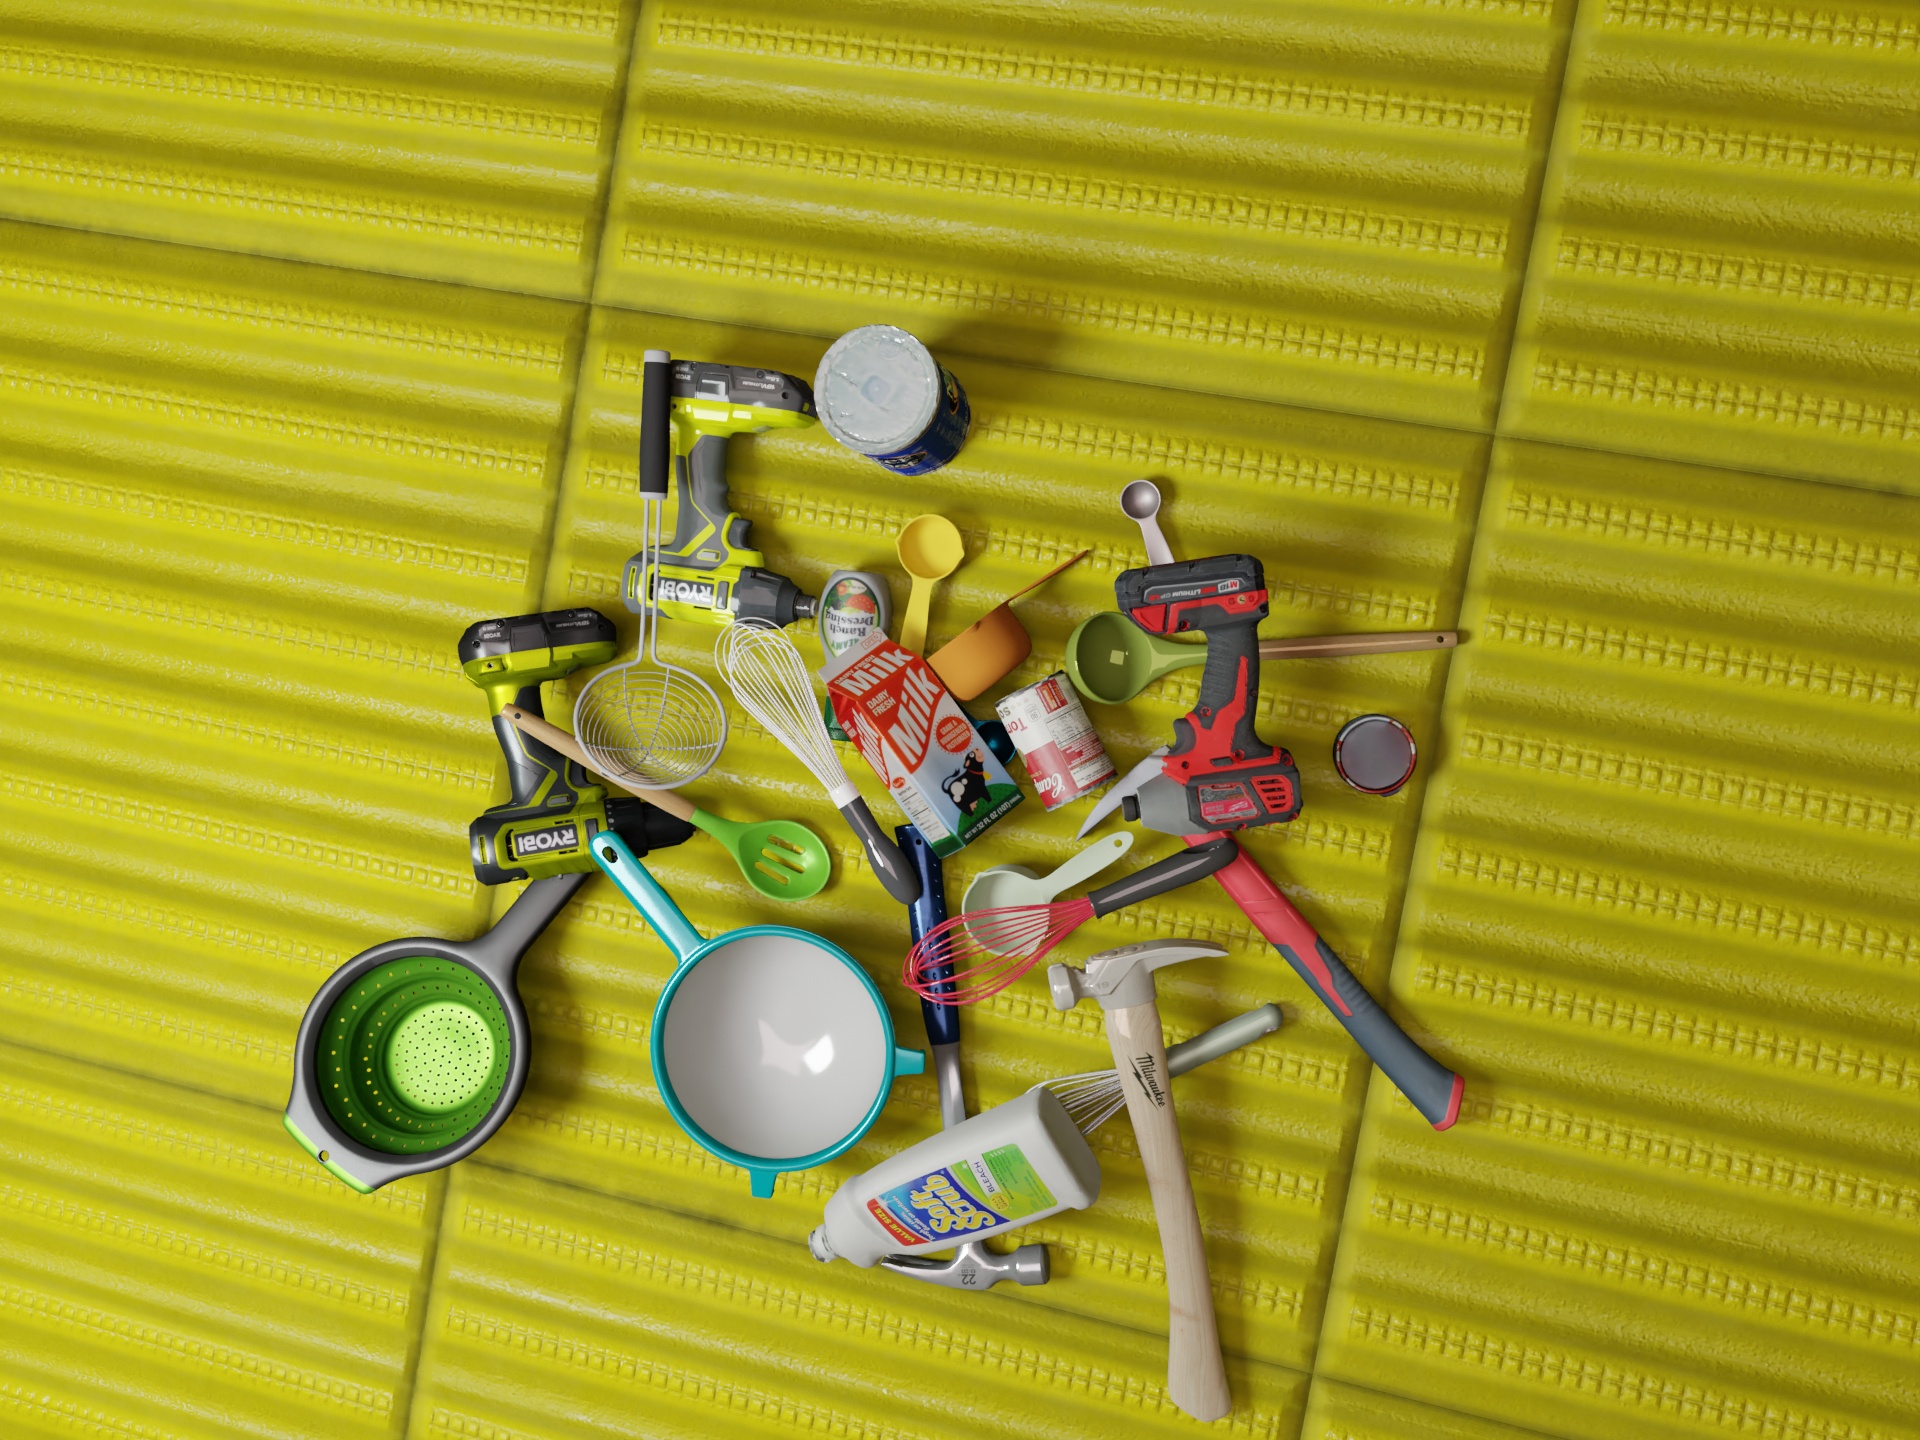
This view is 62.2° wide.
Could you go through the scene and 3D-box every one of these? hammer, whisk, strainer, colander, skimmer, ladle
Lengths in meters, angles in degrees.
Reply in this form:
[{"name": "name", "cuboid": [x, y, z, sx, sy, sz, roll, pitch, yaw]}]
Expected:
[{"name": "hammer", "cuboid": [0.266, 0.191, 1.323, 0.143, 0.038, 0.386, -41, 84, 10]}, {"name": "whisk", "cuboid": [-0.115, 0.035, 1.351, 0.070, 0.070, 0.284, -33, 90, 10]}, {"name": "strainer", "cuboid": [-0.195, 0.225, 1.377, 0.211, 0.095, 0.340, -41, 87, 7]}, {"name": "hammer", "cuboid": [-0.018, 0.291, 1.380, 0.144, 0.035, 0.405, -7, 90, 11]}, {"name": "hammer", "cuboid": [0.182, 0.383, 1.315, 0.146, 0.038, 0.410, -12, 98, -2]}, {"name": "colander", "cuboid": [-0.429, 0.238, 1.442, 0.204, 0.094, 0.397, 37, 79, 8]}, {"name": "whisk", "cuboid": [0.159, 0.296, 1.343, 0.246, 0.057, 0.059, -26, 66, 6]}, {"name": "skimmer", "cuboid": [-0.254, -0.127, 1.325, 0.127, 0.090, 0.363, 1, 95, -17]}, {"name": "whisk", "cuboid": [0.090, 0.160, 1.300, 0.296, 0.073, 0.073, -23, 87, 1]}, {"name": "ladle", "cuboid": [0.247, -0.058, 1.314, 0.320, 0.062, 0.078, -3, 89, 8]}]

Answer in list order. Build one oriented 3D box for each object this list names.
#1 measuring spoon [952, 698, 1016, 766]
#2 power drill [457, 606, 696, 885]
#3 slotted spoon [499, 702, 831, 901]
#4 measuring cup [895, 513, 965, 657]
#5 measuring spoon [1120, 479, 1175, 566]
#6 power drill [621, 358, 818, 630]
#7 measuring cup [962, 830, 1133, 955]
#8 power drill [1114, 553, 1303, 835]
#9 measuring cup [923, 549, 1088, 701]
[{"name": "measuring spoon", "cuboid": [-0.002, -0.004, 1.385, 0.129, 0.021, 0.042, 39, 94, 17]}, {"name": "power drill", "cuboid": [-0.341, 0.022, 1.397, 0.190, 0.080, 0.228, -9, 85, -13]}, {"name": "slotted spoon", "cuboid": [-0.253, 0.066, 1.372, 0.313, 0.031, 0.070, 31, 78, -14]}, {"name": "measuring cup", "cuboid": [-0.033, -0.102, 1.384, 0.062, 0.029, 0.156, 13, 100, 11]}, {"name": "measuring spoon", "cuboid": [0.168, -0.144, 1.350, 0.034, 0.018, 0.124, -19, 94, 10]}, {"name": "power drill", "cuboid": [-0.197, -0.192, 1.388, 0.171, 0.080, 0.223, 9, 97, 11]}, {"name": "measuring cup", "cuboid": [0.078, 0.136, 1.348, 0.167, 0.038, 0.083, -34, 92, 16]}, {"name": "power drill", "cuboid": [0.188, -0.017, 1.268, 0.143, 0.078, 0.219, -9, 96, 2]}, {"name": "measuring cup", "cuboid": [0.051, -0.079, 1.347, 0.173, 0.095, 0.052, -35, 92, -9]}]
